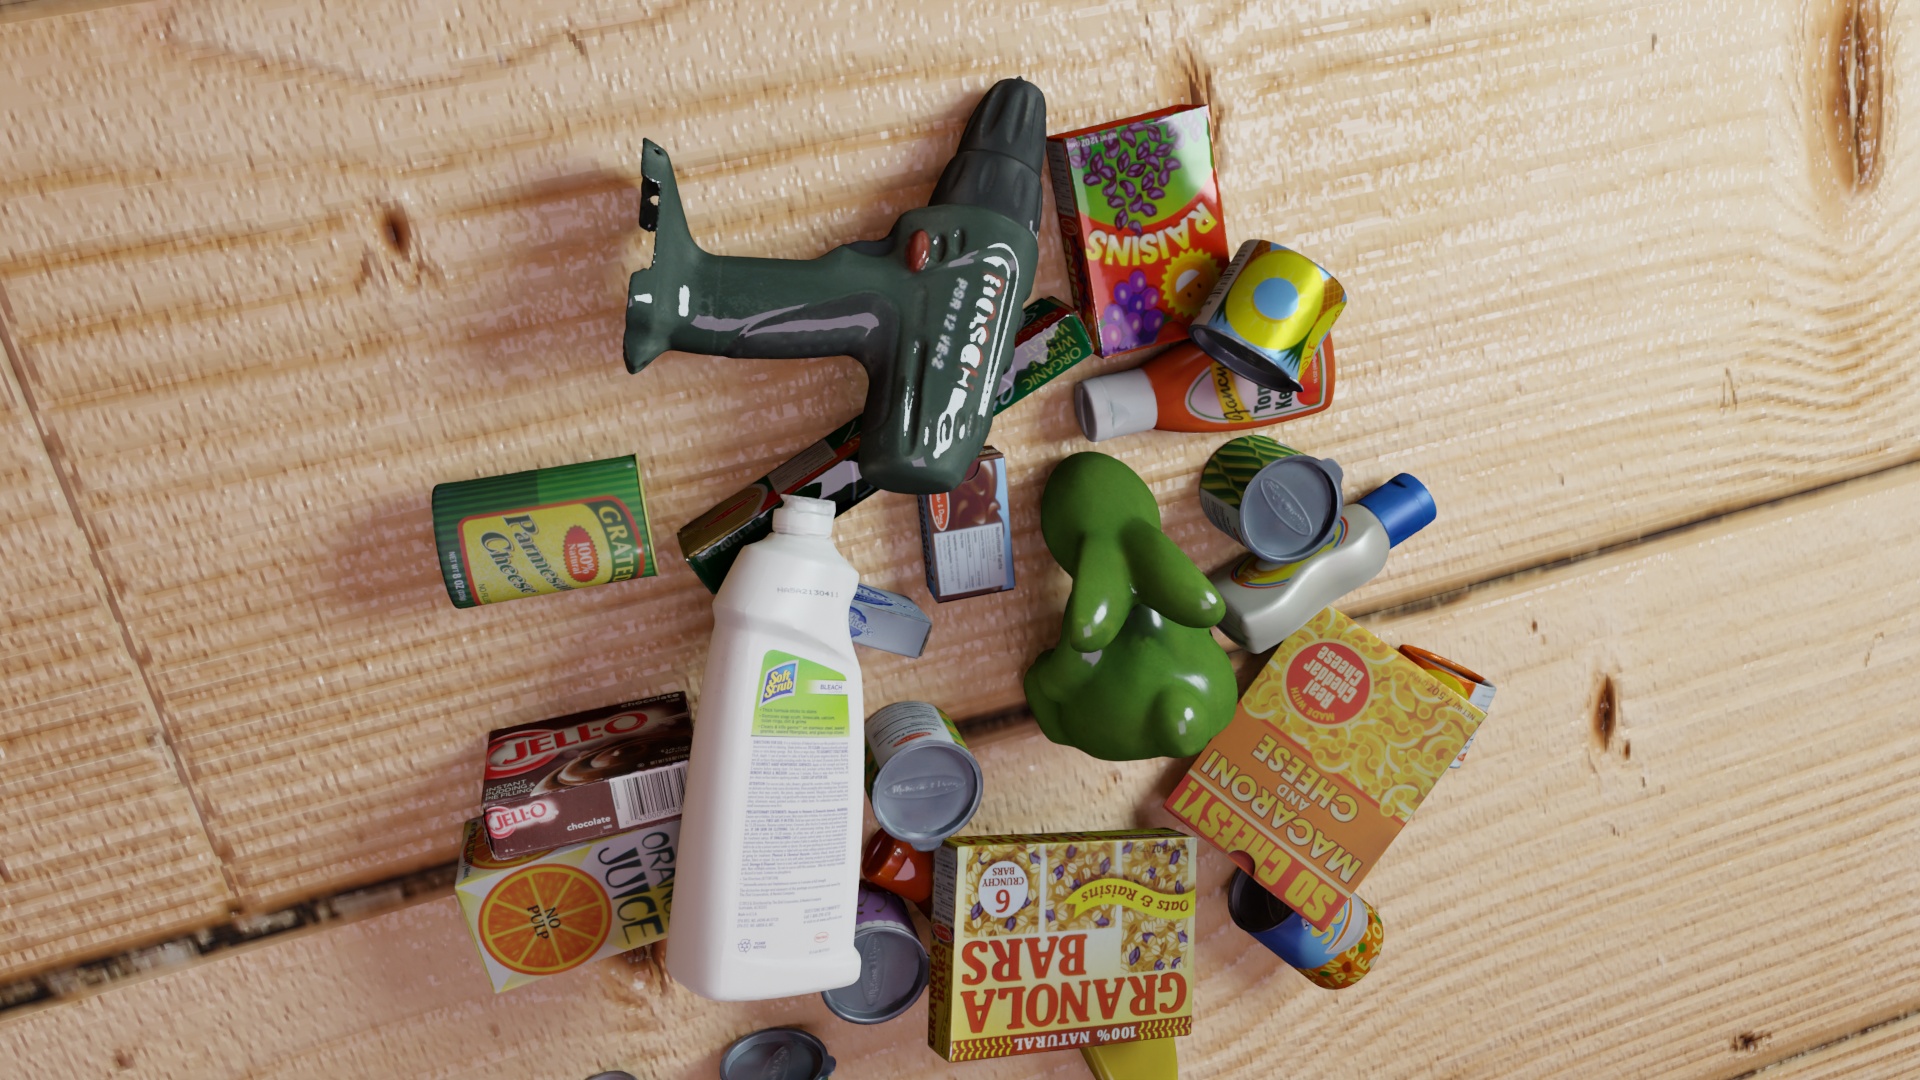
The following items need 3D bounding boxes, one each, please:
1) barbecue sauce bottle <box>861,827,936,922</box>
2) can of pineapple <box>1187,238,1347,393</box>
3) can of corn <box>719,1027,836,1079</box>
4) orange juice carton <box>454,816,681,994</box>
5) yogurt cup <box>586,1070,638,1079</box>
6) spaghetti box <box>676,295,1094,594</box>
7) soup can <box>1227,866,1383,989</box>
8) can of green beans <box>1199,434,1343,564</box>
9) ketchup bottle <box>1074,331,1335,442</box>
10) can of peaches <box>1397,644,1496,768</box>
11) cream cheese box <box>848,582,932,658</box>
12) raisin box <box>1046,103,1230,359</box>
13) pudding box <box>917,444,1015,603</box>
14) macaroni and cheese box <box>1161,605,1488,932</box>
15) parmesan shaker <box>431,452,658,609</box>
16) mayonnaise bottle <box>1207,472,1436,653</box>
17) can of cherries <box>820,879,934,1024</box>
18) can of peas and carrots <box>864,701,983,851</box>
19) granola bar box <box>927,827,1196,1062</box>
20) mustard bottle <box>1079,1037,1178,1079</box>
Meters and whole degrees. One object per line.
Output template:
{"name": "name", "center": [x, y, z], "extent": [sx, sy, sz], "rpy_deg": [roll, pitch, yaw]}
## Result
{"name": "barbecue sauce bottle", "center": [0.008, 0.223, 0.864], "extent": [0.148, 0.044, 0.065], "rpy_deg": [32, 88, -21]}
{"name": "can of pineapple", "center": [0.167, -0.120, 0.749], "extent": [0.071, 0.071, 0.058], "rpy_deg": [33, 88, -22]}
{"name": "can of corn", "center": [-0.111, 0.346, 0.855], "extent": [0.071, 0.071, 0.058], "rpy_deg": [-6, 109, -14]}
{"name": "orange juice carton", "center": [-0.176, 0.176, 0.783], "extent": [0.193, 0.072, 0.072], "rpy_deg": [-16, 111, -10]}
{"name": "yogurt cup", "center": [-0.209, 0.364, 0.837], "extent": [0.072, 0.072, 0.053], "rpy_deg": [-29, 120, -5]}
{"name": "spaghetti box", "center": [-0.041, -0.055, 0.762], "extent": [0.250, 0.050, 0.028], "rpy_deg": [-33, 114, -4]}
{"name": "soup can", "center": [0.232, 0.248, 0.920], "extent": [0.083, 0.071, 0.071], "rpy_deg": [40, 93, -23]}
{"name": "can of green beans", "center": [0.185, -0.026, 0.829], "extent": [0.071, 0.058, 0.071], "rpy_deg": [-4, 108, -14]}
{"name": "ketchup bottle", "center": [0.141, -0.091, 0.806], "extent": [0.149, 0.043, 0.064], "rpy_deg": [-14, 113, -10]}
{"name": "can of peaches", "center": [0.302, 0.105, 0.899], "extent": [0.071, 0.071, 0.058], "rpy_deg": [19, 101, -20]}
{"name": "cream cheese box", "center": [-0.072, 0.036, 0.779], "extent": [0.104, 0.053, 0.024], "rpy_deg": [17, 98, -20]}
{"name": "raisin box", "center": [0.102, -0.172, 0.772], "extent": [0.086, 0.040, 0.123], "rpy_deg": [-16, 111, -11]}
{"name": "pudding box", "center": [0.003, -0.010, 0.799], "extent": [0.050, 0.030, 0.083], "rpy_deg": [-10, 109, -11]}
{"name": "macaroni and cheese box", "center": [0.224, 0.137, 0.863], "extent": [0.124, 0.040, 0.166], "rpy_deg": [37, 95, 20]}
{"name": "parmesan shaker", "center": [-0.214, -0.002, 0.722], "extent": [0.103, 0.071, 0.071], "rpy_deg": [-10, 109, -12]}
{"name": "mayonnaise bottle", "center": [0.222, 0.011, 0.851], "extent": [0.148, 0.065, 0.041], "rpy_deg": [-32, 117, -8]}
{"name": "can of cherries", "center": [-0.055, 0.250, 0.847], "extent": [0.071, 0.058, 0.071], "rpy_deg": [-4, 107, -14]}
{"name": "can of peas and carrots", "center": [-0.025, 0.138, 0.821], "extent": [0.071, 0.059, 0.070], "rpy_deg": [-5, 109, -14]}
{"name": "granola bar box", "center": [0.063, 0.241, 0.842], "extent": [0.166, 0.039, 0.124], "rpy_deg": [4, 86, -25]}
{"name": "mustard bottle", "center": [0.112, 0.341, 0.927], "extent": [0.065, 0.049, 0.159], "rpy_deg": [-22, 112, -12]}
